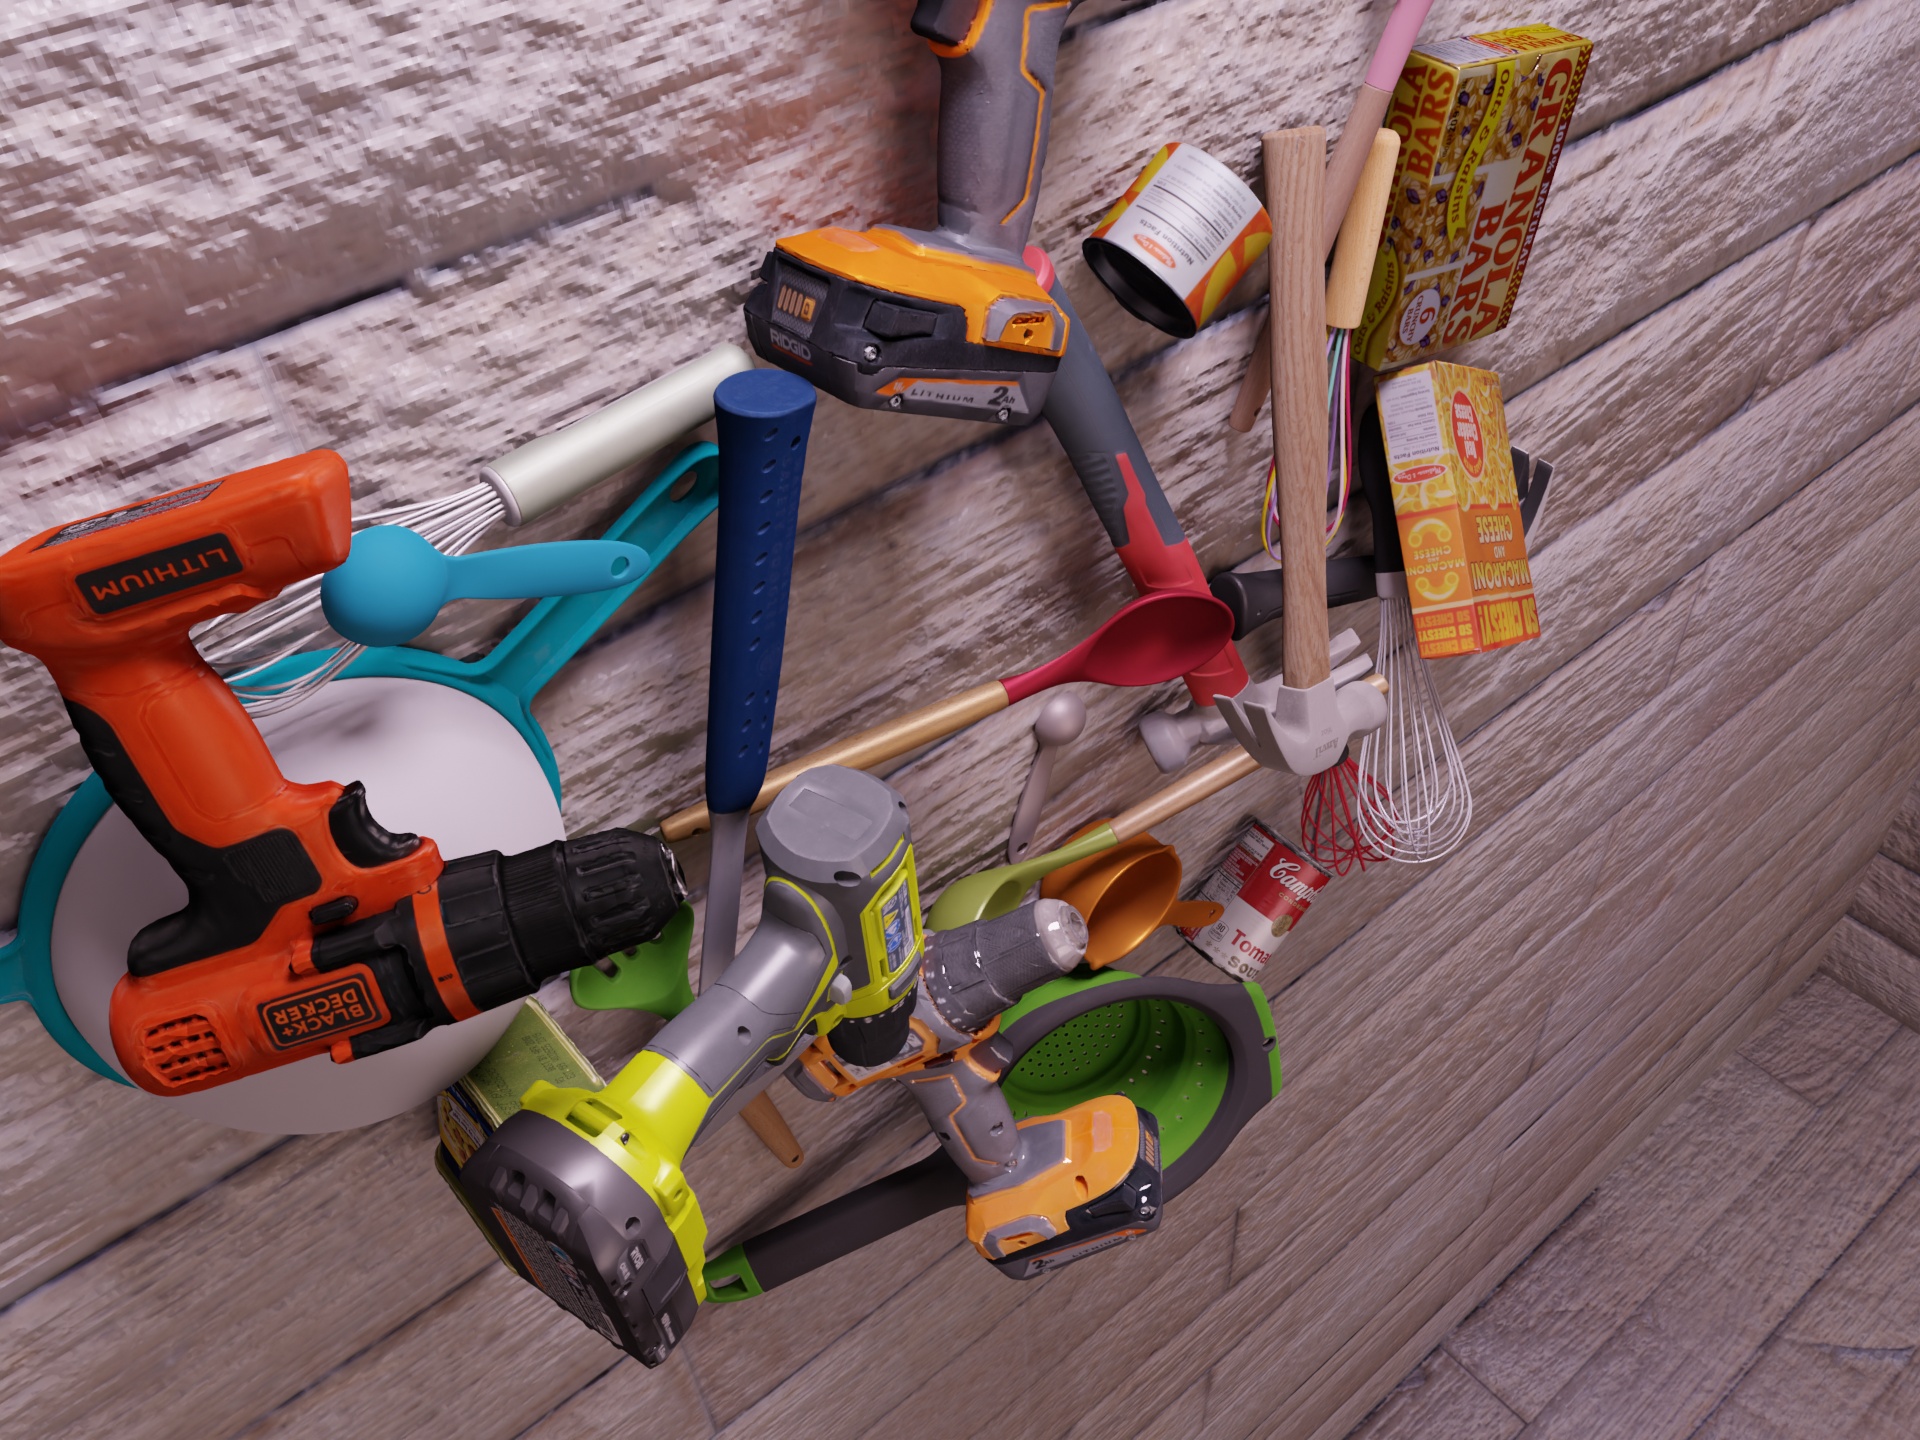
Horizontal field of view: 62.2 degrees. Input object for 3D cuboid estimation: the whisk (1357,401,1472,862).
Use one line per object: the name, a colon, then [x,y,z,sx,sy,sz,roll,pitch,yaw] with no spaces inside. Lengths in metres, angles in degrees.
whisk: [0.270,-0.052,0.972,0.070,0.070,0.284,-13,99,-41]

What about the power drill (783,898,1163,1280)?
power drill: [0.031,0.201,0.886,0.185,0.084,0.226,-29,117,21]

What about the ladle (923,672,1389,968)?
ladle: [0.119,0.063,0.933,0.320,0.062,0.078,-29,153,-4]

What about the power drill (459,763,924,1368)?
power drill: [-0.093,0.152,0.688,0.228,0.080,0.190,-49,152,-33]

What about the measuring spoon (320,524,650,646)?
measuring spoon: [-0.156,-0.048,0.553,0.128,0.021,0.042,-12,122,-46]

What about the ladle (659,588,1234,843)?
ladle: [-0.001,-0.003,0.796,0.315,0.031,0.069,-22,143,-19]

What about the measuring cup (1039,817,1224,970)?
measuring cup: [0.116,0.111,1.040,0.173,0.052,0.095,14,110,-54]

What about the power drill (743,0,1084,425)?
power drill: [-0.005,-0.232,0.587,0.164,0.084,0.226,-4,119,-45]

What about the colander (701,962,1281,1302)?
colander: [0.010,0.259,1.033,0.397,0.095,0.204,-22,123,-8]

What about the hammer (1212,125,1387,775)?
hammer: [0.173,-0.128,0.816,0.130,0.031,0.331,-25,117,-43]

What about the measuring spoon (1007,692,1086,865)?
measuring spoon: [0.050,0.039,0.933,0.034,0.018,0.124,-14,131,-40]

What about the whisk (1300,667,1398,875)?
whisk: [0.259,0.032,1.105,0.073,0.073,0.295,-44,145,-10]

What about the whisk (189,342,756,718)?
whisk: [-0.173,-0.077,0.572,0.246,0.059,0.058,-36,178,-26]

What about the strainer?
strainer: [-0.186,0.037,0.609,0.340,0.095,0.210,-48,144,-3]

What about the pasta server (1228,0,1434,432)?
pasta server: [0.192,-0.292,0.794,0.060,0.040,0.316,-13,134,-41]

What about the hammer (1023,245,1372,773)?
hammer: [0.111,-0.103,0.827,0.143,0.038,0.385,-27,141,8]

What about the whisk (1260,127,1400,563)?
whisk: [0.207,-0.198,0.876,0.051,0.047,0.244,-69,167,-59]

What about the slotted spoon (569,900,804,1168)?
slotted spoon: [-0.134,0.177,0.848,0.070,0.031,0.313,-40,145,-16]

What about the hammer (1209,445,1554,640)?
hammer: [0.278,-0.101,1.045,0.334,0.035,0.146,-12,130,-41]

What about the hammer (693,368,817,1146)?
hammer: [-0.097,0.040,0.699,0.144,0.035,0.405,-33,144,-45]
